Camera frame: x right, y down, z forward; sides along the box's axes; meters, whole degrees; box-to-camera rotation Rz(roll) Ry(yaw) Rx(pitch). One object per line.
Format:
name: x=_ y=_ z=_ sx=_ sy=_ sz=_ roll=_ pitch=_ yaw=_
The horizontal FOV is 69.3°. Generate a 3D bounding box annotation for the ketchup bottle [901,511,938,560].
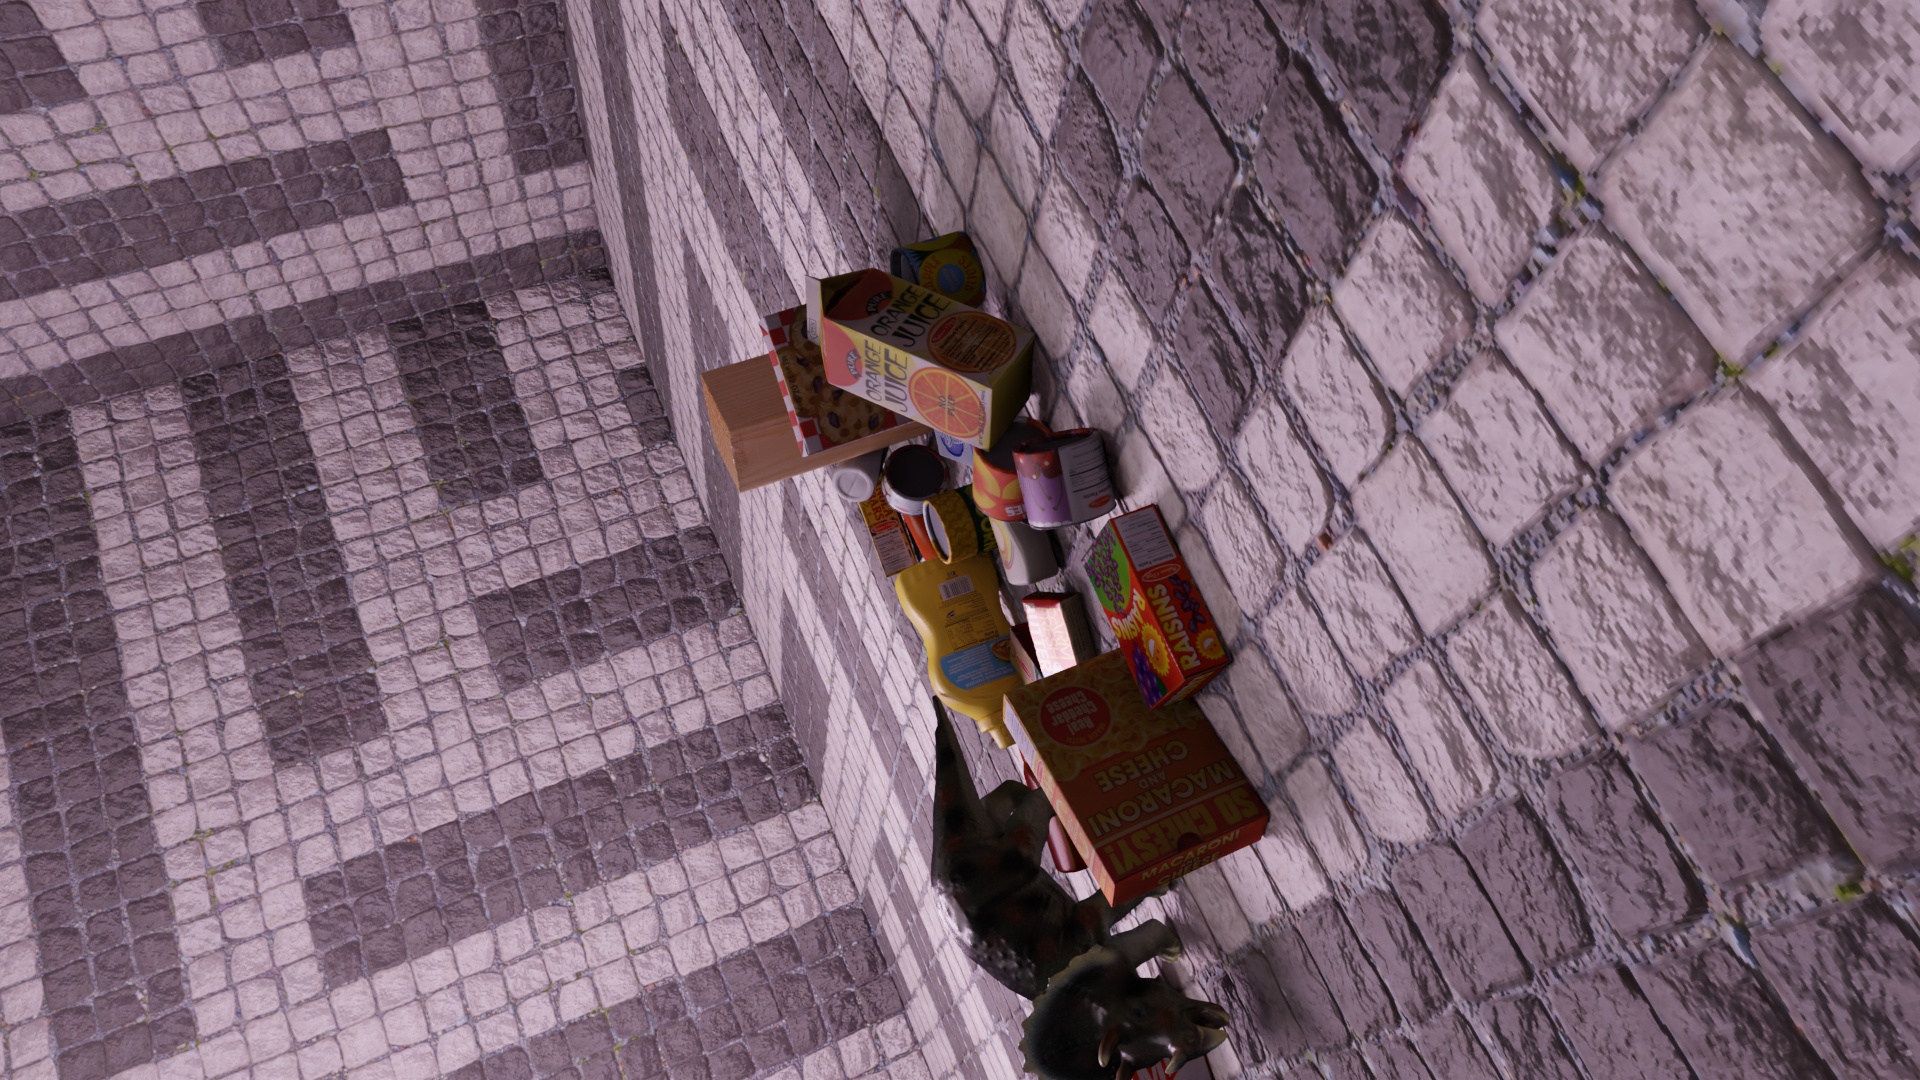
ketchup bottle: x=-0.028 y=-0.010 z=1.426 sx=0.149 sy=0.043 sz=0.064 roll=63 pitch=-174 yaw=24

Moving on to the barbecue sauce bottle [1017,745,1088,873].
barbecue sauce bottle: x=0.090 y=0.242 z=1.335 sx=0.064 sy=0.044 sz=0.148 roll=146 pitch=105 yaw=-73

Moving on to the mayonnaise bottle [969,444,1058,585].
mayonnaise bottle: x=0.041 y=-0.037 z=1.180 sx=0.064 sy=0.041 sz=0.148 roll=179 pitch=72 yaw=-75

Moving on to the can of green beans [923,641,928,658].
can of green beans: x=0.002 y=0.119 z=1.443 sx=0.071 sy=0.071 sz=0.058 roll=90 pitch=156 yaw=-48

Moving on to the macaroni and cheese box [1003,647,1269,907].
macaroni and cheese box: x=0.121 y=0.160 z=0.989 sx=0.040 sy=0.124 sz=0.167 roll=89 pitch=155 yaw=-50

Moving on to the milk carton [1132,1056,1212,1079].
milk carton: x=0.177 y=0.474 z=1.257 sx=0.072 sy=0.073 sz=0.190 roll=166 pitch=85 yaw=-74

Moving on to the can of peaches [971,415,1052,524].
can of peaches: x=0.044 y=-0.056 z=1.104 sx=0.057 sy=0.071 sz=0.071 roll=91 pitch=154 yaw=-48

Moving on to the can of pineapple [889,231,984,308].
can of pineapple: x=-0.019 y=-0.215 z=1.141 sx=0.071 sy=0.058 sz=0.071 roll=162 pitch=89 yaw=-74

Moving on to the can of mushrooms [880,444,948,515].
can of mushrooms: x=-0.046 y=-0.063 z=1.395 sx=0.033 sy=0.071 sz=0.071 roll=107 pitch=141 yaw=-64

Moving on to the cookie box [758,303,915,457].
cookie box: x=-0.073 y=-0.156 z=1.194 sx=0.040 sy=0.168 sz=0.123 roll=-178 pitch=70 yaw=-76

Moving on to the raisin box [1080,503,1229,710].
raisin box: x=0.135 y=0.048 z=0.972 sx=0.085 sy=0.040 sz=0.123 roll=114 pitch=136 yaw=-66

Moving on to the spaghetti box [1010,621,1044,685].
spaghetti box: x=0.109 y=0.171 z=1.215 sx=0.049 sy=0.029 sz=0.251 roll=87 pitch=157 yaw=-45

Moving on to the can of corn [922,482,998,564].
can of corn: x=0.005 y=-0.016 z=1.292 sx=0.071 sy=0.058 sz=0.071 roll=162 pitch=89 yaw=-74

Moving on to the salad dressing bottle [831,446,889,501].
salad dressing bottle: x=-0.095 y=-0.099 z=1.434 sx=0.148 sy=0.044 sz=0.064 roll=-75 pitch=11 yaw=-52

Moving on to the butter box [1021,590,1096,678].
butter box: x=0.089 y=0.094 z=1.177 sx=0.053 sy=0.024 sz=0.103 roll=-3 pitch=107 yaw=54

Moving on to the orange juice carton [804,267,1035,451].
orange juice carton: x=-0.042 y=-0.151 z=1.097 sx=0.193 sy=0.073 sz=0.071 roll=25 pitch=144 yaw=18

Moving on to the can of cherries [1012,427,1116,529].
can of cherries: x=0.073 y=-0.046 z=1.012 sx=0.071 sy=0.072 sz=0.058 roll=-155 pitch=48 yaw=-68

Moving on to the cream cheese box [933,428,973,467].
cream cheese box: x=0.001 y=-0.099 z=1.269 sx=0.104 sy=0.024 sz=0.053 roll=-152 pitch=45 yaw=-67

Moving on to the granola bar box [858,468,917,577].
granola bar box: x=-0.085 y=-0.024 z=1.547 sx=0.165 sy=0.039 sz=0.124 roll=-177 pitch=66 yaw=-88
